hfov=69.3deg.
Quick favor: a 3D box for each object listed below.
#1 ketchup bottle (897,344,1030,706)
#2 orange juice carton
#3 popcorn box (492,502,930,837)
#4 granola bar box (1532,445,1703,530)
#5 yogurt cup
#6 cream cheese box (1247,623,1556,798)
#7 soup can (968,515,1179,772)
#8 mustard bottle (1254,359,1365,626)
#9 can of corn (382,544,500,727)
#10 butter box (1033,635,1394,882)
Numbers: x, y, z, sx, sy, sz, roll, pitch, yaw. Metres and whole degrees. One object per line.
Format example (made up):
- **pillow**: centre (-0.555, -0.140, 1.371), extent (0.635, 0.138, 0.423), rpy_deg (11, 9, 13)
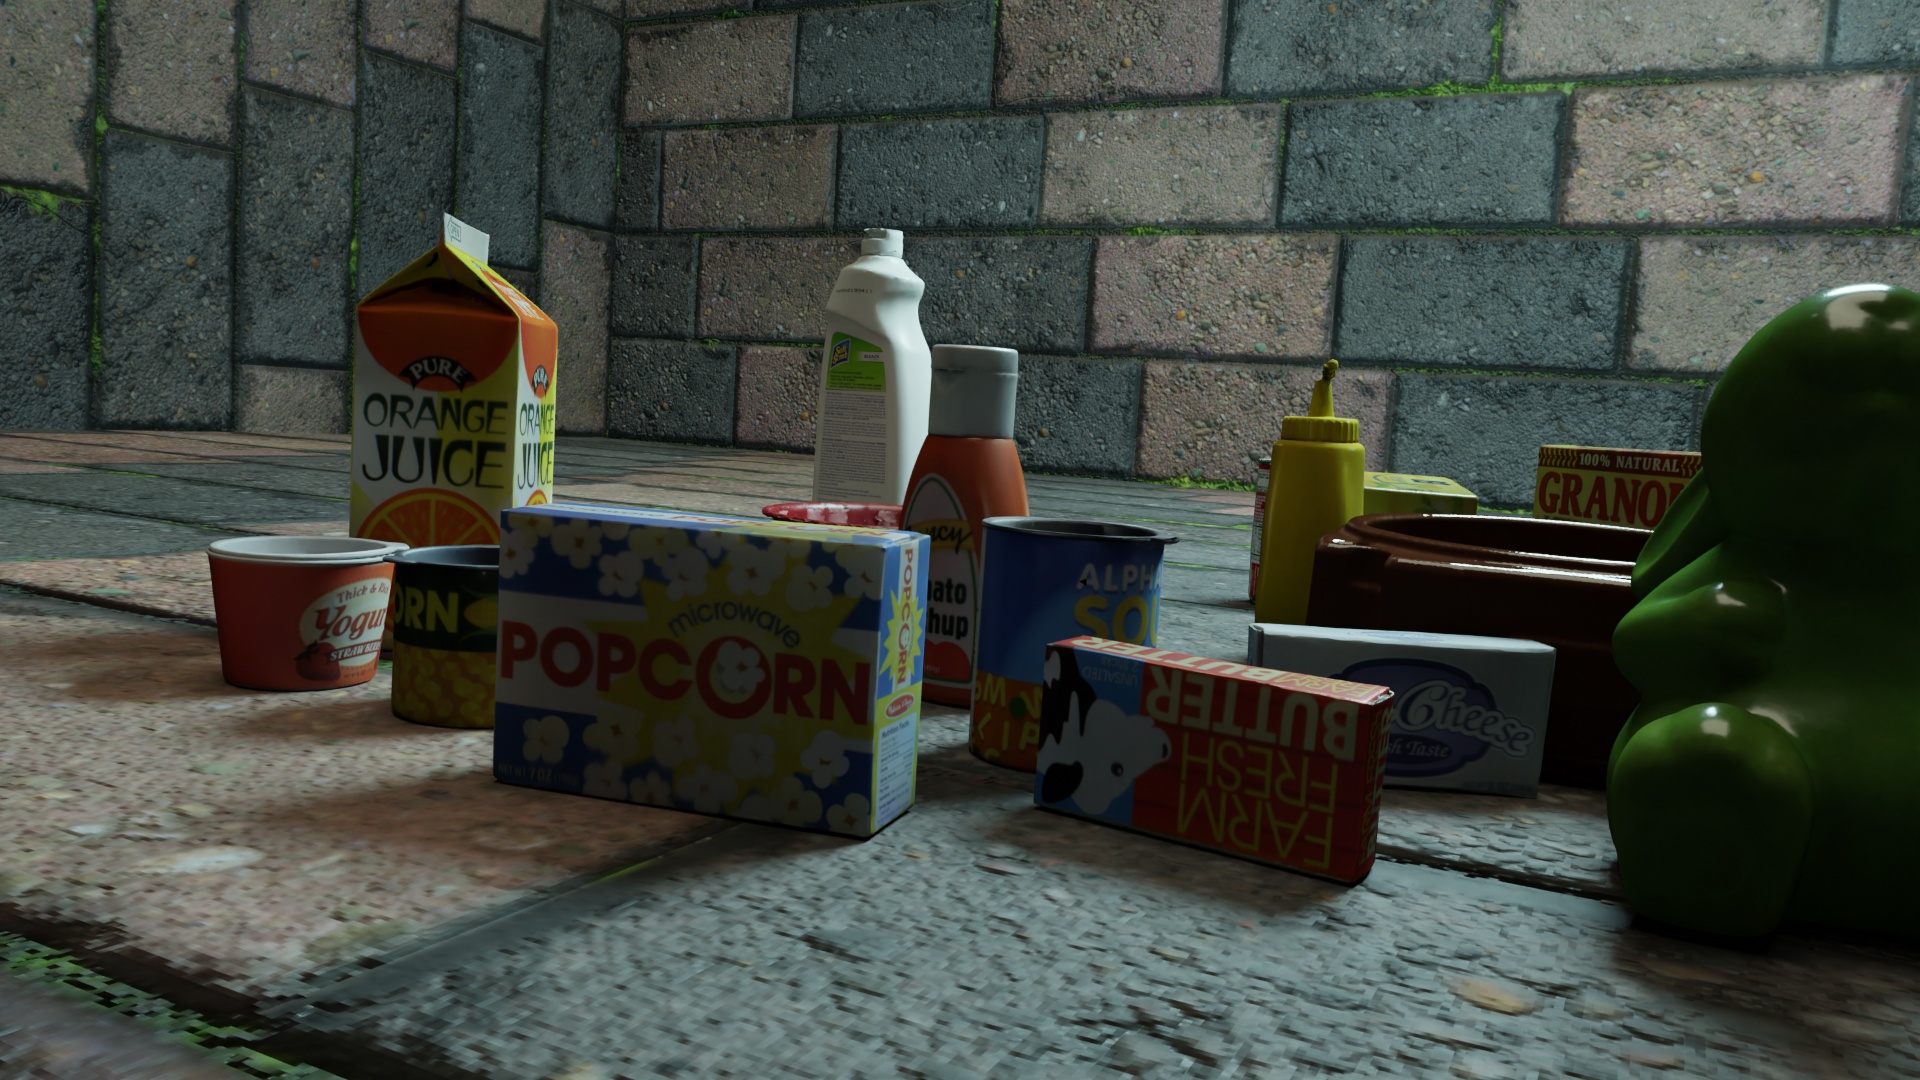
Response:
- **ketchup bottle**: centre (0.002, -0.007, 0.588), extent (0.065, 0.148, 0.043), rpy_deg (8, 6, 40)
- **orange juice carton**: centre (-0.230, -0.048, 0.637), extent (0.073, 0.192, 0.072), rpy_deg (3, 5, -3)
- **popcorn box**: centre (-0.077, 0.035, 0.418), extent (0.127, 0.085, 0.038), rpy_deg (5, 5, 16)
- **granola bar box**: centre (0.380, 0.012, 0.769), extent (0.039, 0.124, 0.165), rpy_deg (3, 5, -11)
- **yogurt cup**: centre (-0.259, 0.028, 0.547), extent (0.072, 0.054, 0.072), rpy_deg (4, 5, 0)
- **cream cheese box**: centre (0.153, 0.059, 0.490), extent (0.104, 0.053, 0.024), rpy_deg (4, 5, 1)
- **soup can**: centre (0.040, 0.036, 0.497), extent (0.071, 0.083, 0.071), rpy_deg (4, 5, 0)
- **mustard bottle**: centre (0.186, -0.015, 0.731), extent (0.049, 0.160, 0.065), rpy_deg (6, 5, 26)
- **can of corn**: centre (-0.176, 0.034, 0.512), extent (0.071, 0.058, 0.071), rpy_deg (4, 5, 0)
- **butter box**: centre (0.072, 0.062, 0.409), extent (0.103, 0.053, 0.024), rpy_deg (7, 6, 34)
